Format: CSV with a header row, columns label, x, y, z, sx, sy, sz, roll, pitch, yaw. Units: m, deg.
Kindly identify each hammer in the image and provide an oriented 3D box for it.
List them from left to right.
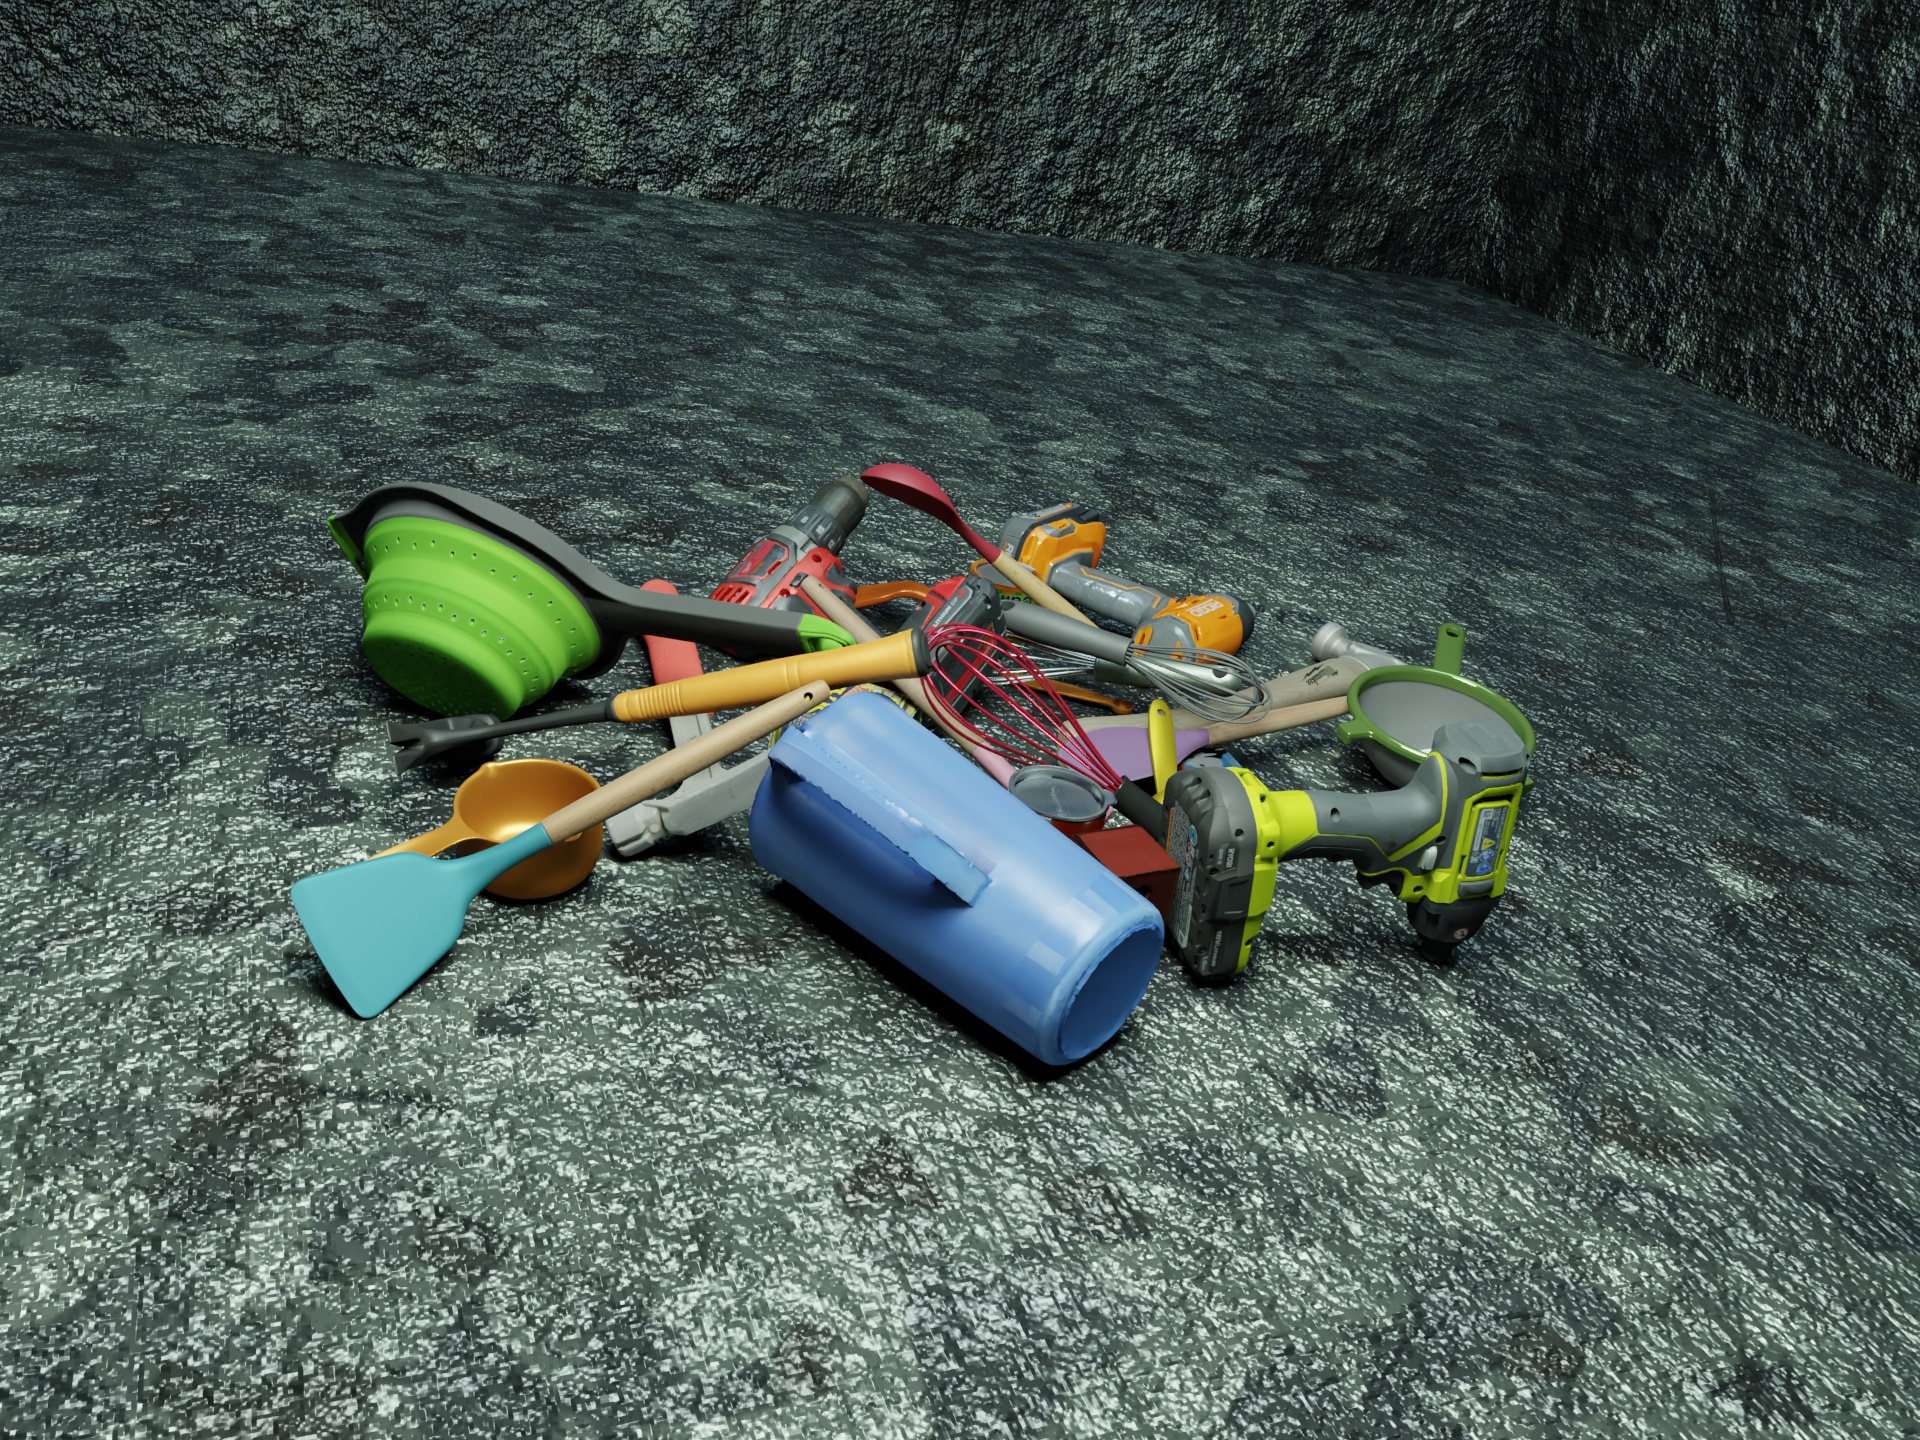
label,x,y,z,sx,sy,sz,roll,pitch,yaw
hammer,-0.185,-0.014,1.000,0.337,0.034,0.127,-10,2,8
hammer,-0.193,-0.027,1.151,0.149,0.036,0.359,-25,30,-3
hammer,0.244,-0.007,1.328,0.410,0.038,0.146,-14,38,-39

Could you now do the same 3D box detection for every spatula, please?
label,x,y,z,sx,sy,sz,roll,pitch,yaw
spatula,-0.209,0.053,0.900,0.317,0.082,0.044,-29,2,-17
spatula,0.027,-0.074,1.350,0.323,0.041,0.081,19,27,19
spatula,0.208,0.008,1.246,0.315,0.018,0.060,-11,44,-33

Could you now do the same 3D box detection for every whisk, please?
label,x,y,z,sx,sy,sz,roll,pitch,yaw
whisk,0.103,-0.044,1.287,0.246,0.059,0.058,7,48,13
whisk,0.089,0.035,1.076,0.296,0.073,0.073,38,28,-5
whisk,0.128,-0.050,1.239,0.239,0.055,0.055,20,28,20

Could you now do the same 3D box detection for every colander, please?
label,x,y,z,sx,sy,sz,roll,pitch,yaw
colander,-0.265,-0.050,1.073,0.397,0.204,0.095,9,59,17

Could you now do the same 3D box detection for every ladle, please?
label,x,y,z,sx,sy,sz,roll,pitch,yaw
ladle,0.047,-0.118,1.304,0.315,0.031,0.069,36,-10,-25

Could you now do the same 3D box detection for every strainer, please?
label,x,y,z,sx,sy,sz,roll,pitch,yaw
strainer,0.396,-0.003,1.330,0.151,0.069,0.256,17,32,11

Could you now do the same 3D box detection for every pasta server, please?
label,x,y,z,sx,sy,sz,roll,pitch,yaw
pasta server,-0.002,-0.004,1.134,0.316,0.040,0.060,44,27,17

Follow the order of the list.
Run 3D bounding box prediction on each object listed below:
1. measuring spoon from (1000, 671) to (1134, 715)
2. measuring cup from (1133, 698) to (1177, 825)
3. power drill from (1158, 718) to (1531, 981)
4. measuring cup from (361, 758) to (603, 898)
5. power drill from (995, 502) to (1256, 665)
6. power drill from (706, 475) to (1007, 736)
label,x,y,z,sx,sy,sz,roll,pitch,yaw
measuring spoon,0.088,-0.022,1.326,0.117,0.011,0.021,15,28,14
measuring cup,0.156,0.037,1.161,0.062,0.029,0.157,14,47,-16
power drill,0.243,0.093,1.016,0.223,0.171,0.080,-5,30,-13
measuring cup,-0.290,0.083,0.940,0.095,0.052,0.173,32,42,32
power drill,0.157,-0.118,1.460,0.227,0.084,0.164,33,33,27
power drill,-0.073,-0.101,1.271,0.227,0.080,0.188,24,61,25
